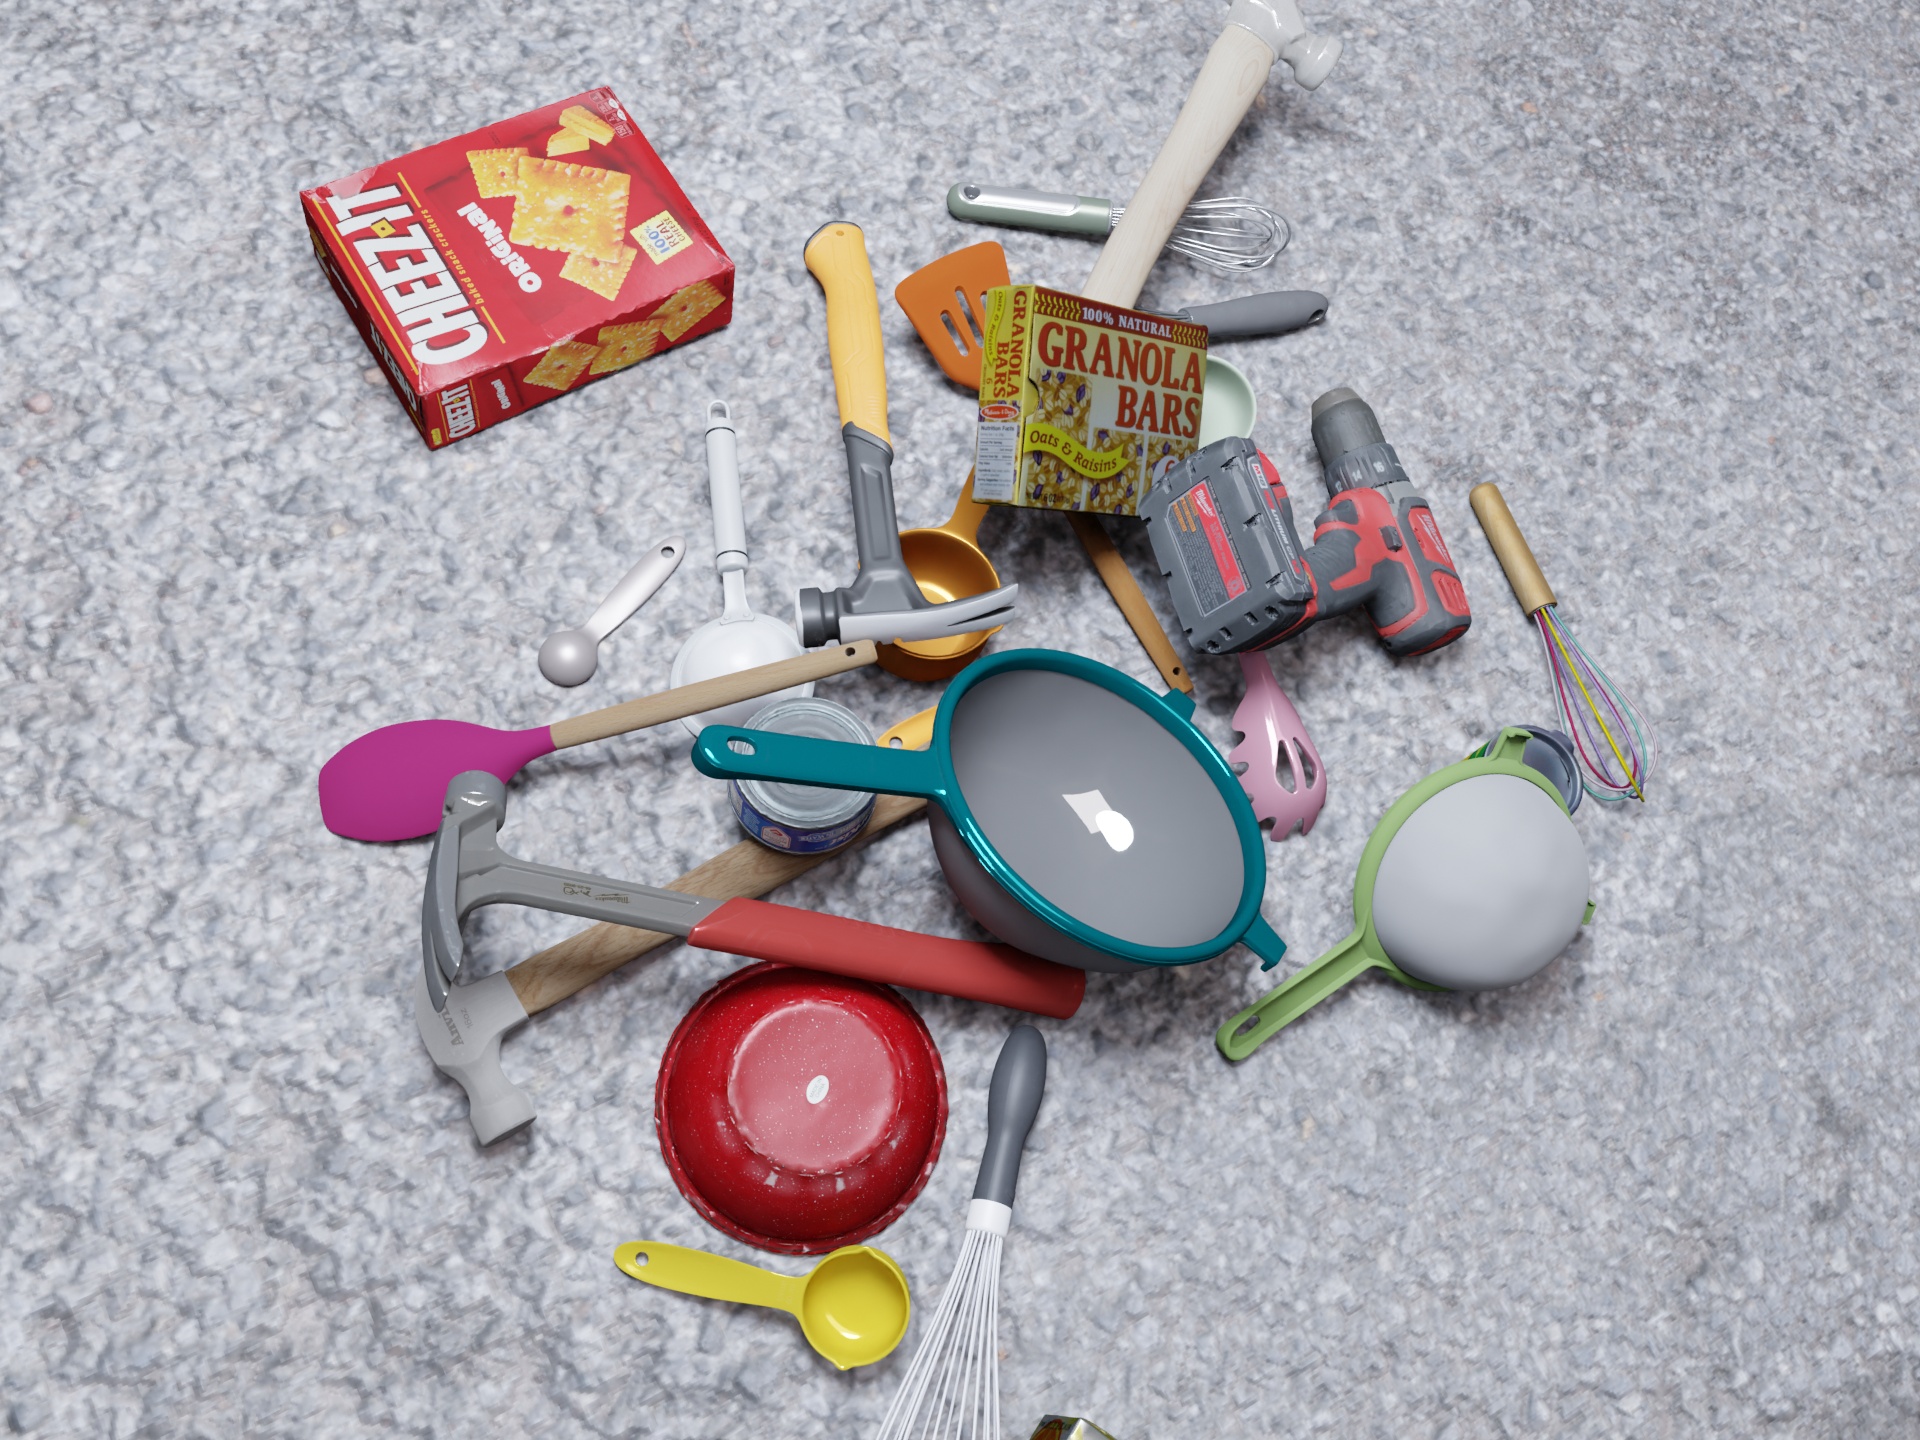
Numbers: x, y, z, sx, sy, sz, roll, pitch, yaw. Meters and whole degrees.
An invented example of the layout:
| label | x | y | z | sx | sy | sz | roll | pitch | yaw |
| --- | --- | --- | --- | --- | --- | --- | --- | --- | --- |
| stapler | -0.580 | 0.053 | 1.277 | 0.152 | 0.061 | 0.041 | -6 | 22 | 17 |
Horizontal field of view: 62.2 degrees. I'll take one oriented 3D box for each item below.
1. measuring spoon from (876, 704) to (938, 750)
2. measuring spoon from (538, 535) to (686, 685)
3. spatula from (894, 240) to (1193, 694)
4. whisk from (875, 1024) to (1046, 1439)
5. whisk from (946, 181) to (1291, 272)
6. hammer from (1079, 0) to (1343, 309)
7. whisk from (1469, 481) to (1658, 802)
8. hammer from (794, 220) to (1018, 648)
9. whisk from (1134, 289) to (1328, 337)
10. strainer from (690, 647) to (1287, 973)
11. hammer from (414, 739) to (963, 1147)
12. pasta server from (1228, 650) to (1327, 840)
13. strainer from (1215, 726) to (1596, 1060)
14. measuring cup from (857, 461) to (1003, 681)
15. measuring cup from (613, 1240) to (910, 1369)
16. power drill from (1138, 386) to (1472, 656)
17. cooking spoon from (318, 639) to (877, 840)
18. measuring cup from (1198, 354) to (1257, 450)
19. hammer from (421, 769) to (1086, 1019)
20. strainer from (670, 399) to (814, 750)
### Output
| label | x | y | z | sx | sy | sz | roll | pitch | yaw |
| --- | --- | --- | --- | --- | --- | --- | --- | --- | --- |
| measuring spoon | -0.002 | -0.003 | 0.974 | 0.117 | 0.011 | 0.021 | -25 | 75 | -17 |
| measuring spoon | -0.205 | -0.071 | 0.951 | 0.034 | 0.018 | 0.124 | 36 | 65 | 4 |
| spatula | 0.065 | -0.158 | 1.025 | 0.081 | 0.041 | 0.323 | -28 | 81 | -11 |
| whisk | 0.008 | 0.294 | 0.832 | 0.070 | 0.070 | 0.285 | 18 | 60 | -5 |
| whisk | 0.112 | -0.354 | 1.122 | 0.246 | 0.059 | 0.058 | 5 | 65 | -5 |
| hammer | 0.122 | -0.344 | 1.054 | 0.146 | 0.038 | 0.411 | 32 | 69 | -12 |
| whisk | 0.400 | -0.054 | 1.070 | 0.047 | 0.051 | 0.245 | -2 | 63 | -36 |
| hammer | -0.052 | -0.190 | 0.987 | 0.127 | 0.034 | 0.337 | -6 | 57 | -6 |
| whisk | 0.156 | -0.271 | 1.101 | 0.239 | 0.055 | 0.055 | -14 | 72 | -22 |
| strainer | 0.005 | 0.058 | 0.870 | 0.340 | 0.095 | 0.211 | 9 | 48 | -28 |
| hammer | -0.144 | 0.095 | 0.890 | 0.331 | 0.031 | 0.130 | -28 | 77 | -22 |
| pasta server | 0.168 | -0.080 | 1.012 | 0.060 | 0.040 | 0.316 | -12 | 75 | -17 |
| strainer | 0.266 | 0.130 | 0.916 | 0.256 | 0.069 | 0.151 | -33 | 115 | -7 |
| measuring cup | -0.007 | -0.102 | 0.990 | 0.095 | 0.052 | 0.174 | 25 | 63 | -1 |
| measuring cup | -0.102 | 0.290 | 0.825 | 0.156 | 0.029 | 0.062 | 11 | 85 | 6 |
| power drill | 0.219 | -0.129 | 1.001 | 0.226 | 0.080 | 0.188 | -5 | 71 | -41 |
| cooking spoon | -0.201 | 0.002 | 0.885 | 0.319 | 0.017 | 0.069 | -15 | 71 | -3 |
| measuring cup | 0.114 | -0.194 | 1.067 | 0.167 | 0.038 | 0.083 | -12 | 81 | 2 |
| hammer | -0.093 | 0.117 | 0.827 | 0.358 | 0.036 | 0.149 | 15 | 30 | -23 |
| strainer | -0.139 | -0.088 | 0.963 | 0.087 | 0.050 | 0.259 | -9 | 66 | 0 |
